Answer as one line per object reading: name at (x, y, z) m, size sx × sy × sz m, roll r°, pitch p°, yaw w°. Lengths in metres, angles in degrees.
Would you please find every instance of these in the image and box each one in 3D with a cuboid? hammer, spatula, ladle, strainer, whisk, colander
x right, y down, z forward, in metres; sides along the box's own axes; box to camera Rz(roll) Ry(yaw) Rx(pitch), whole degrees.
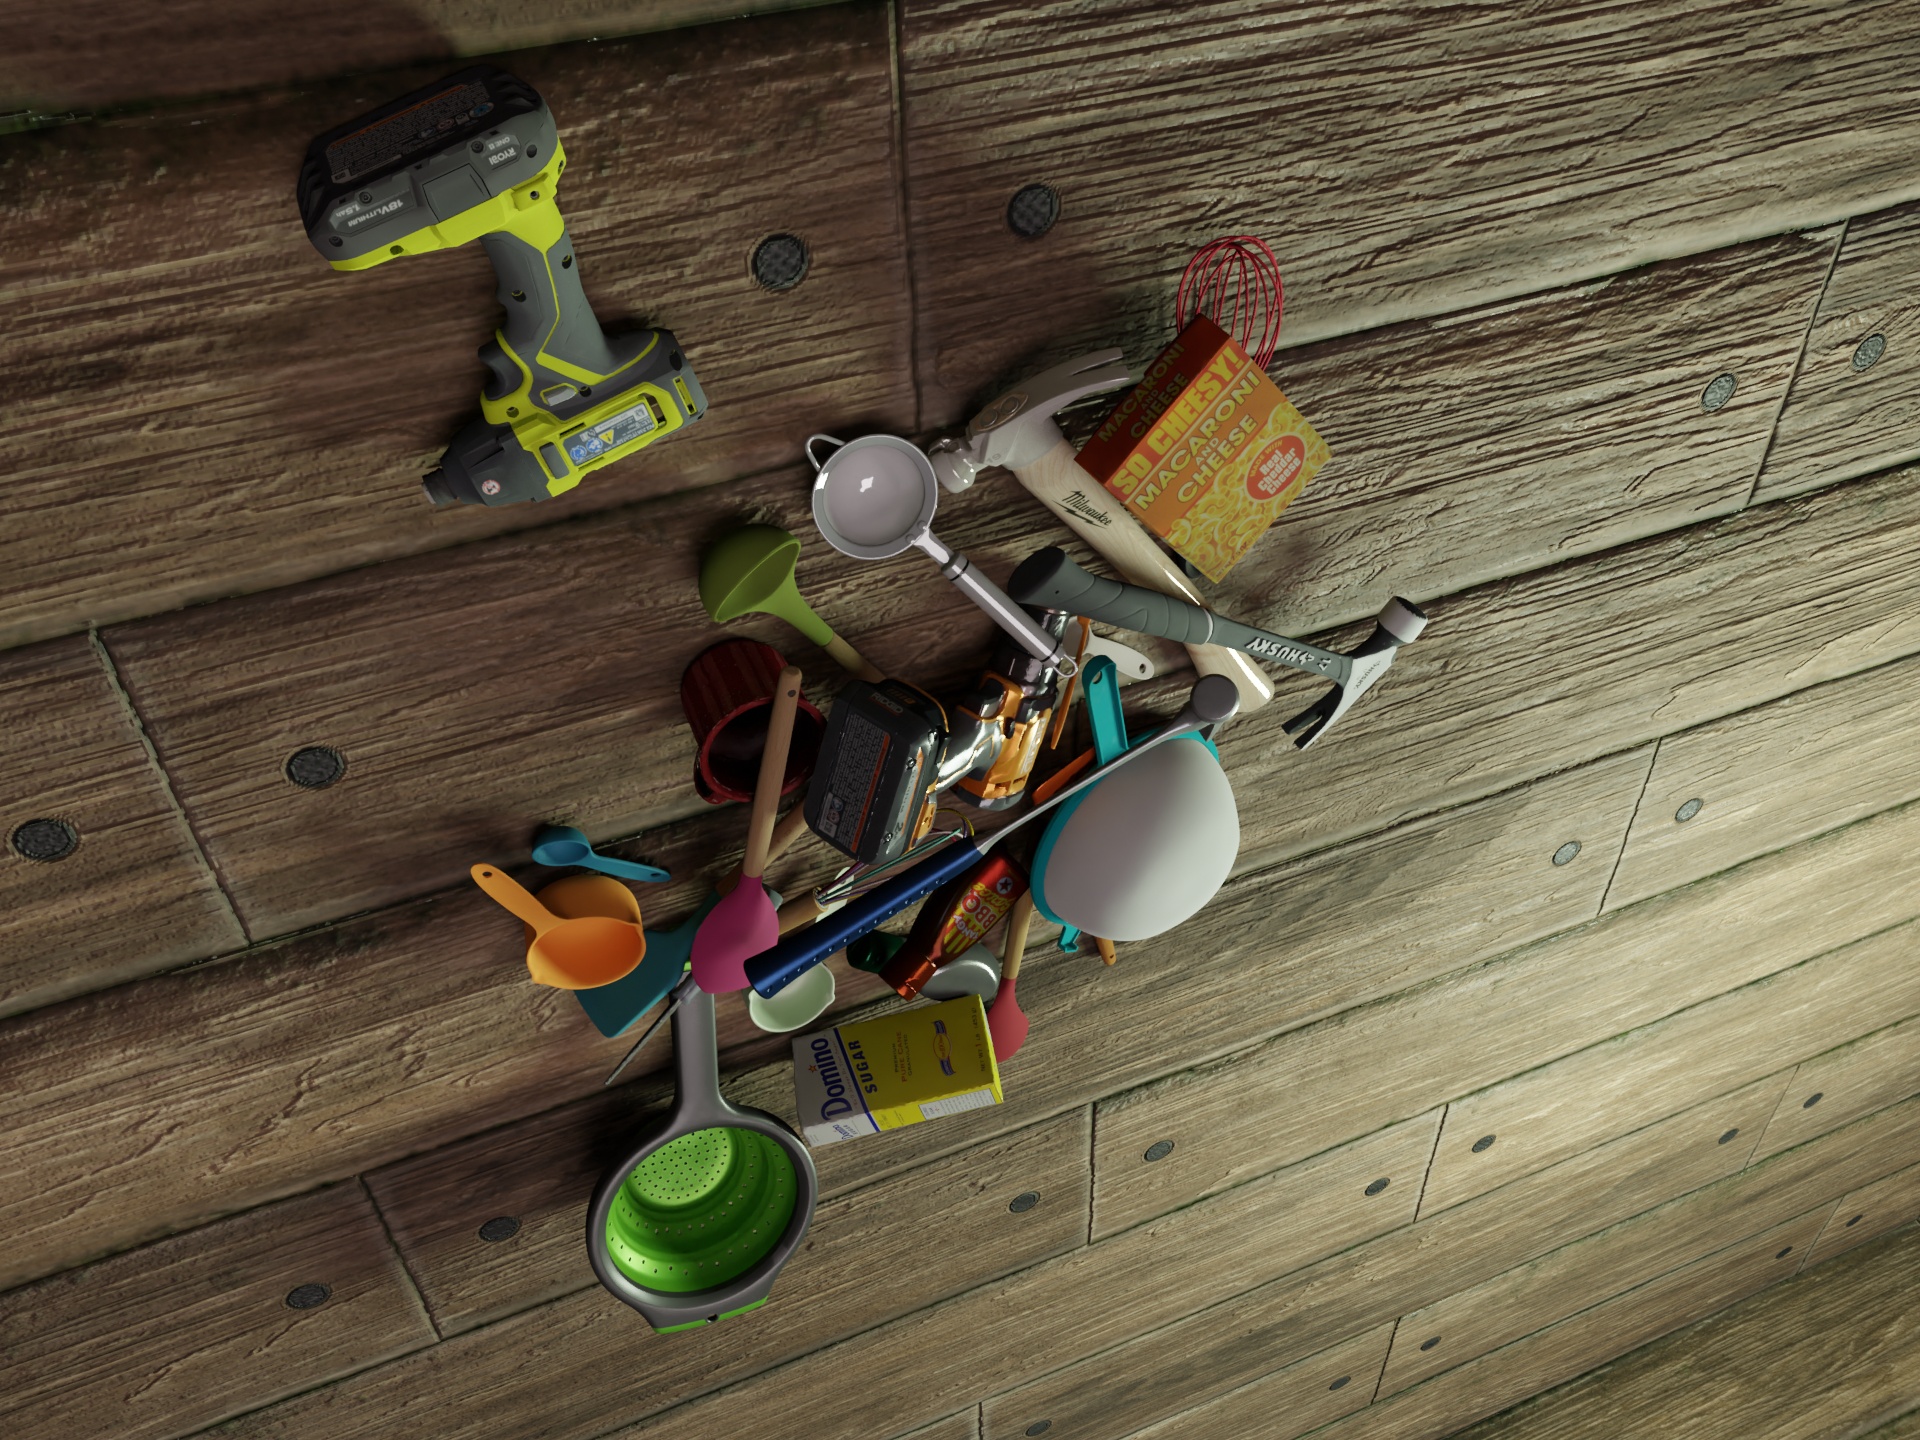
hammer at (0.191, -0.065, 1.202) m, size 0.408 × 0.036 × 0.149 m, roll 11°, pitch 124°, yaw -41°
spatula at (0.113, 0.129, 1.403) m, size 0.081 × 0.041 × 0.322 m, roll -35°, pitch 139°, yaw -16°
hammer at (0.147, -0.118, 1.187) m, size 0.146 × 0.038 × 0.410 m, roll -27°, pitch 140°, yaw 22°
spatula at (-0.172, 0.116, 1.233) m, size 0.317 × 0.082 × 0.044 m, roll -44°, pitch 148°, yaw 5°
ladle at (0.049, 0.212, 1.453) m, size 0.069 × 0.031 × 0.315 m, roll -9°, pitch 129°, yaw -23°
strainer at (0.155, 0.076, 1.298) m, size 0.211 × 0.095 × 0.340 m, roll -37°, pitch 144°, yaw -14°
ladle at (-0.078, -0.040, 1.146) m, size 0.078 × 0.062 × 0.319 m, roll -43°, pitch 137°, yaw 3°
whisk at (0.181, -0.213, 1.136) m, size 0.073 × 0.073 × 0.295 m, roll -17°, pitch 140°, yaw -15°
hammer at (0.023, 0.086, 1.159) m, size 0.405 × 0.035 × 0.144 m, roll -31°, pitch 172°, yaw 5°
strainer at (-0.011, -0.110, 1.086) m, size 0.258 × 0.050 × 0.087 m, roll 41°, pitch 98°, yaw -21°
colander at (-0.235, 0.336, 1.377) m, size 0.204 × 0.095 × 0.397 m, roll -8°, pitch 113°, yaw -22°
whisk at (-0.092, 0.136, 1.258) m, size 0.245 × 0.051 × 0.047 m, roll -28°, pitch 102°, yaw 22°

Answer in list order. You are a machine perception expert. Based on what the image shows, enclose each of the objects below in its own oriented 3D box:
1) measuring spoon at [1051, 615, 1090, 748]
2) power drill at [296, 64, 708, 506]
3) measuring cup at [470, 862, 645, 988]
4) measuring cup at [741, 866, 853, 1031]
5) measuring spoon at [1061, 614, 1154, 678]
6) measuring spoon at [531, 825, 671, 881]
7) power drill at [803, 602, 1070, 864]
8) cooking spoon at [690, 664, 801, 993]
measuring spoon at (0.082, -0.035, 1.207) m, size 0.011 × 0.021 × 0.117 m, roll 16°, pitch 79°, yaw -4°
power drill at (-0.257, -0.223, 0.877) m, size 0.171 × 0.080 × 0.223 m, roll -27°, pitch 138°, yaw -5°
measuring cup at (-0.303, 0.133, 1.171) m, size 0.095 × 0.052 × 0.173 m, roll -28°, pitch 136°, yaw 9°
measuring cup at (-0.130, 0.183, 1.328) m, size 0.083 × 0.038 × 0.167 m, roll 11°, pitch 113°, yaw -35°
measuring spoon at (0.113, -0.055, 1.264) m, size 0.124 × 0.018 × 0.034 m, roll 21°, pitch 85°, yaw -45°
measuring spoon at (-0.267, 0.100, 1.195) m, size 0.042 × 0.021 × 0.128 m, roll -28°, pitch 149°, yaw 28°
power drill at (-0.002, -0.004, 1.153) m, size 0.226 × 0.084 × 0.185 m, roll -20°, pitch 134°, yaw -53°
cooking spoon at (-0.144, 0.089, 1.129) m, size 0.068 × 0.017 × 0.318 m, roll -6°, pitch 132°, yaw -26°
